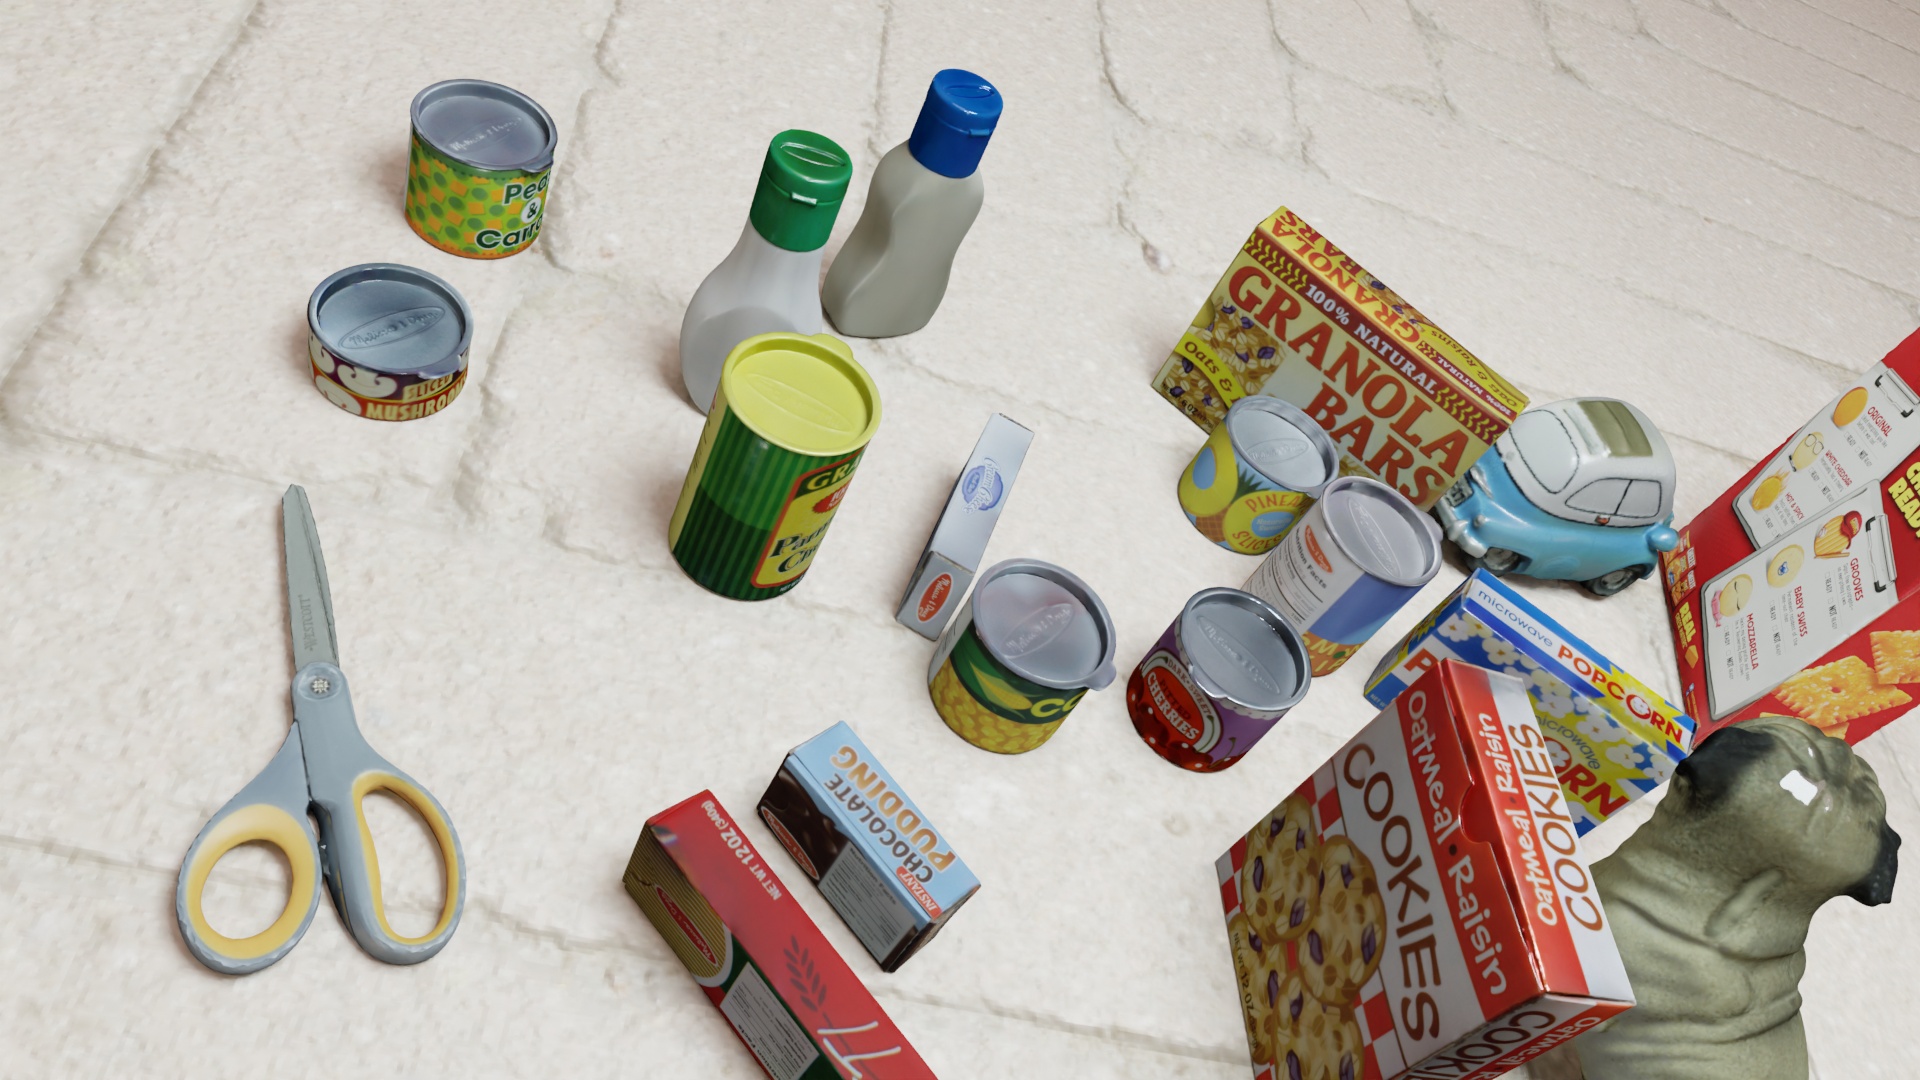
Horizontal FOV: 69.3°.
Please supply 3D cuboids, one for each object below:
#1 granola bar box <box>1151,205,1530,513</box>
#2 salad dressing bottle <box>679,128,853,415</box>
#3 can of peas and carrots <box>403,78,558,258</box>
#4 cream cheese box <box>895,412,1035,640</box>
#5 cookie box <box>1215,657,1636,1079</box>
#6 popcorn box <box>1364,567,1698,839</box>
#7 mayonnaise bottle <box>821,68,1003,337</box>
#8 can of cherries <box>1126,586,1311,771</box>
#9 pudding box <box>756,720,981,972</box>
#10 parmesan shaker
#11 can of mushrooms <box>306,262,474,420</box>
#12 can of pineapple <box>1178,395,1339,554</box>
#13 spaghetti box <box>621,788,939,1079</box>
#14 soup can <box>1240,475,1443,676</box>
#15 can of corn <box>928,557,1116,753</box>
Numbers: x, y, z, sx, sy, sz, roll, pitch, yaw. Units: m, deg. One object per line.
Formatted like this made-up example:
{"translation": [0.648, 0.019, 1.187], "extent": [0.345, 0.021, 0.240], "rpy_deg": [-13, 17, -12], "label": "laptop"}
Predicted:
{"translation": [0.200, -0.081, 0.756], "extent": [0.166, 0.123, 0.039], "rpy_deg": [42, 47, 11], "label": "granola bar box"}
{"translation": [-0.086, -0.116, 0.628], "extent": [0.064, 0.146, 0.044], "rpy_deg": [13, 48, -16], "label": "salad dressing bottle"}
{"translation": [-0.231, -0.178, 0.672], "extent": [0.071, 0.058, 0.071], "rpy_deg": [14, 48, -16], "label": "can of peas and carrots"}
{"translation": [0.002, -0.008, 0.646], "extent": [0.024, 0.053, 0.104], "rpy_deg": [27, 46, -3], "label": "cream cheese box"}
{"translation": [0.160, 0.141, 0.518], "extent": [0.040, 0.166, 0.123], "rpy_deg": [11, 49, -18], "label": "cookie box"}
{"translation": [0.277, 0.082, 0.682], "extent": [0.127, 0.084, 0.038], "rpy_deg": [37, 46, 7], "label": "popcorn box"}
{"translation": [-0.021, -0.167, 0.703], "extent": [0.065, 0.147, 0.041], "rpy_deg": [-11, 58, -33], "label": "mayonnaise bottle"}
{"translation": [0.115, 0.065, 0.637], "extent": [0.071, 0.058, 0.072], "rpy_deg": [14, 48, -16], "label": "can of cherries"}
{"translation": [-0.036, 0.115, 0.526], "extent": [0.030, 0.049, 0.084], "rpy_deg": [-30, 69, -40], "label": "pudding box"}
{"translation": [-0.079, -0.031, 0.591], "extent": [0.071, 0.102, 0.072], "rpy_deg": [14, 48, -16], "label": "parmesan shaker"}
{"translation": [-0.246, -0.085, 0.603], "extent": [0.071, 0.033, 0.071], "rpy_deg": [14, 48, -16], "label": "can of mushrooms"}
{"translation": [0.158, -0.033, 0.741], "extent": [0.071, 0.057, 0.071], "rpy_deg": [14, 48, -16], "label": "can of pineapple"}
{"translation": [-0.027, 0.193, 0.464], "extent": [0.029, 0.050, 0.250], "rpy_deg": [-29, 69, -40], "label": "spaghetti box"}
{"translation": [0.190, 0.019, 0.694], "extent": [0.071, 0.083, 0.072], "rpy_deg": [14, 48, -16], "label": "soup can"}
{"translation": [0.027, 0.053, 0.604], "extent": [0.071, 0.058, 0.071], "rpy_deg": [14, 48, -16], "label": "can of corn"}
